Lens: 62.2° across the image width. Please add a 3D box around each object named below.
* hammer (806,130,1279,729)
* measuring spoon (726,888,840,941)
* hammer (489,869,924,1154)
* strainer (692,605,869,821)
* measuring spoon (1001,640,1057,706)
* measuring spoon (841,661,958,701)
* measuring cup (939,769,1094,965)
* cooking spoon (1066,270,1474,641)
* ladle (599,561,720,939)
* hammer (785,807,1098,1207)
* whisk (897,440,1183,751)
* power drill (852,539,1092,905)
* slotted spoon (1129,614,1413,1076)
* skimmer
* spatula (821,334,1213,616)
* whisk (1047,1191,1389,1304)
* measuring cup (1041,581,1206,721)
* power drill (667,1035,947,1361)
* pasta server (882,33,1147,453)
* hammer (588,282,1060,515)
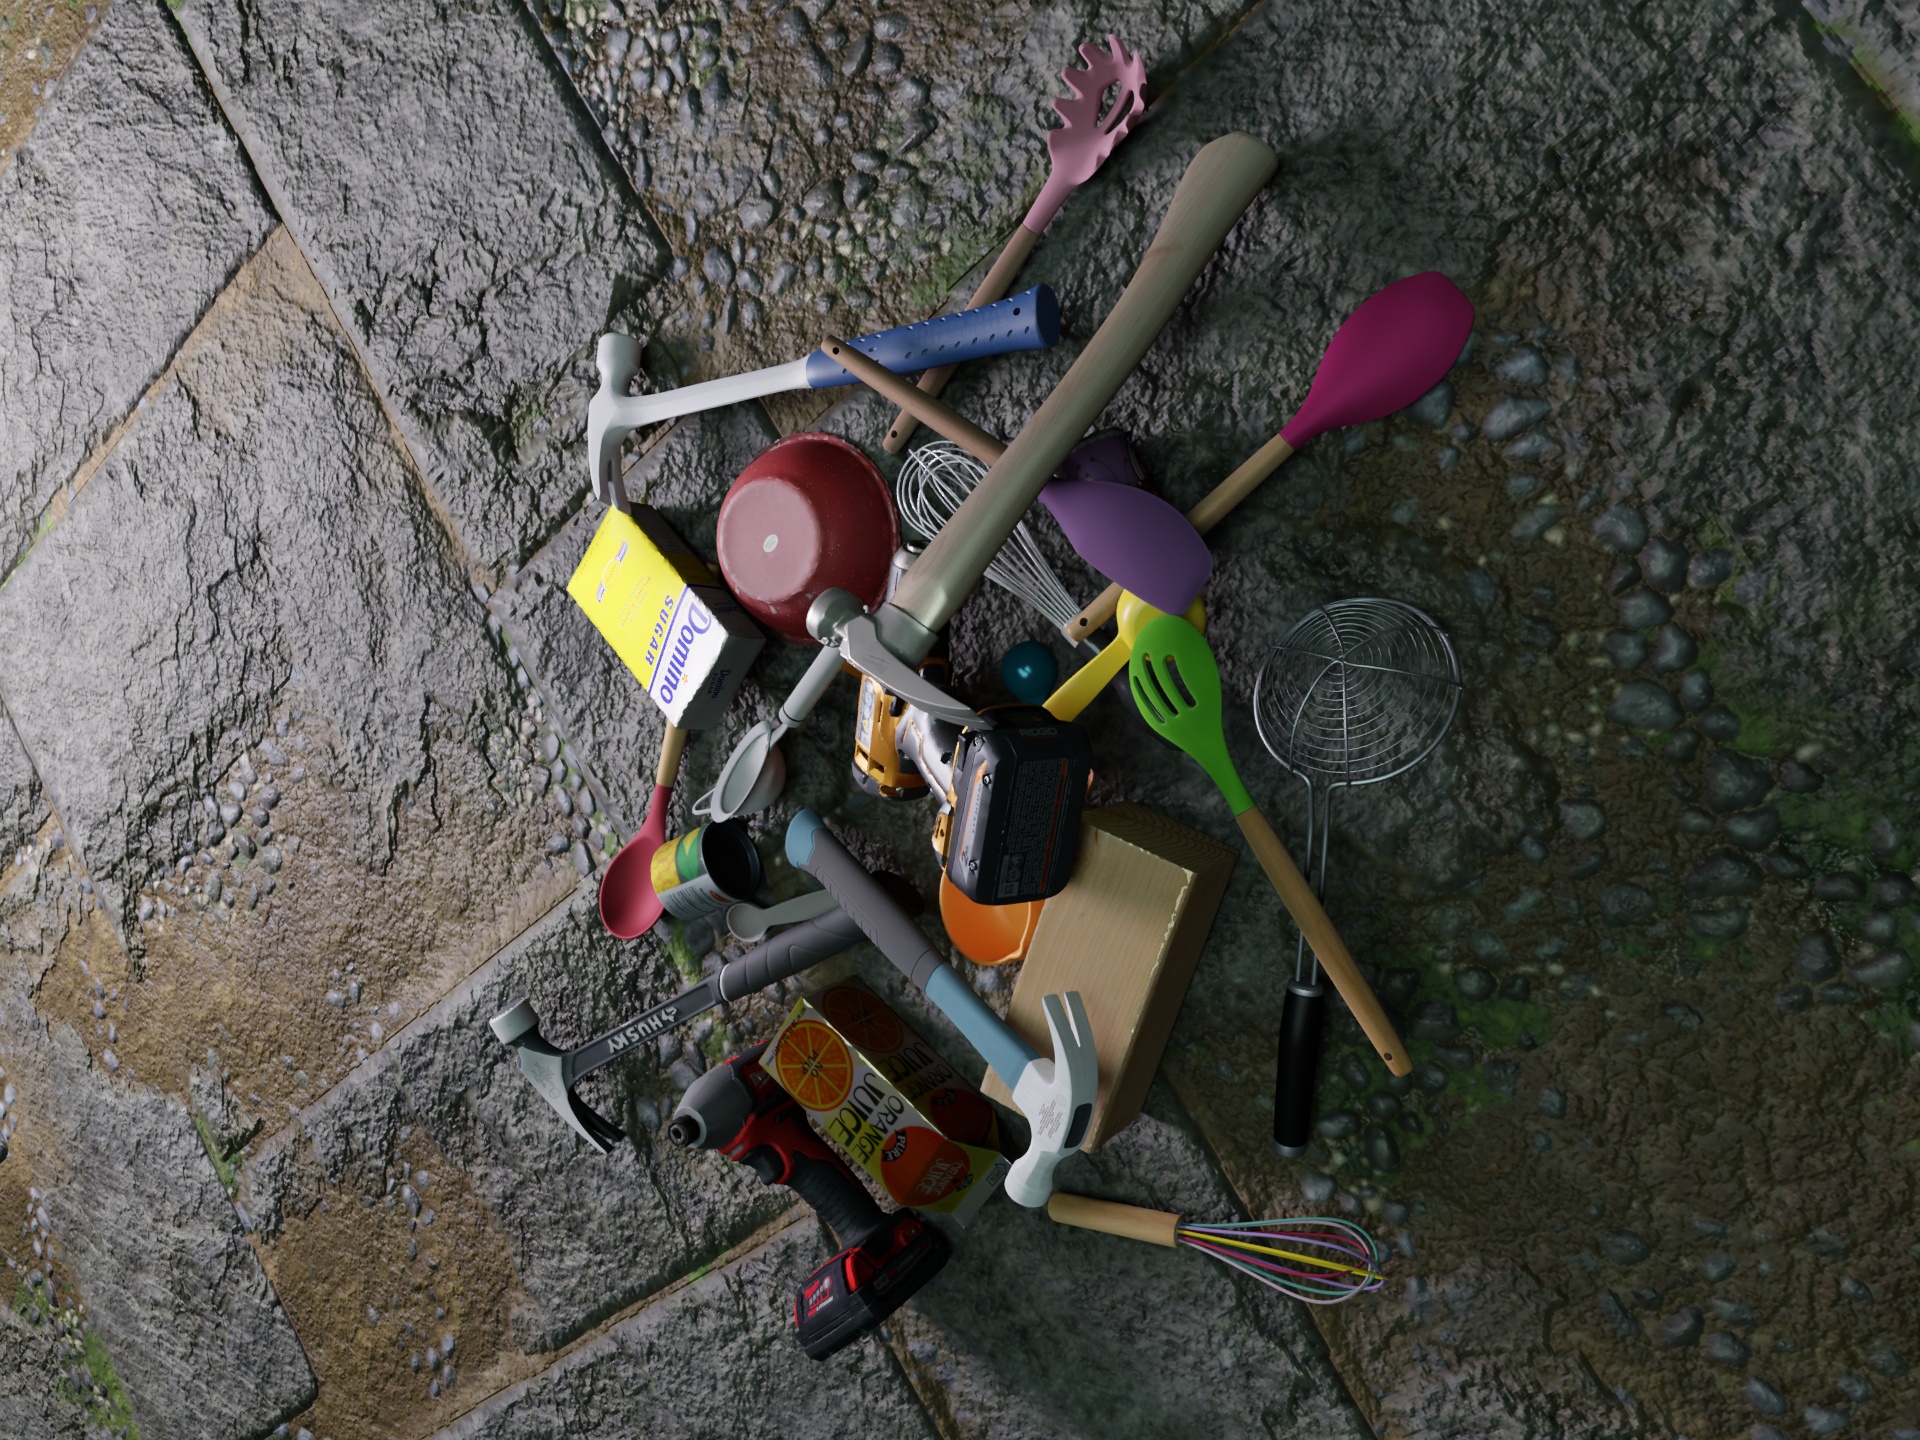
[{"bbox_3d":[0.073,-0.186,0.980,0.146,0.038,0.410,34,87,34],"label":"hammer"},{"bbox_3d":[-0.126,0.144,1.235,0.124,0.018,0.034,-16,105,23],"label":"measuring spoon"},{"bbox_3d":[-0.195,0.220,1.256,0.409,0.036,0.149,-29,97,26],"label":"hammer"},{"bbox_3d":[-0.126,0.002,1.176,0.050,0.087,0.258,23,132,-19],"label":"strainer"},{"bbox_3d":[0.053,0.008,1.112,0.042,0.021,0.128,-11,89,30],"label":"measuring spoon"},{"bbox_3d":[-0.053,-0.032,1.174,0.117,0.011,0.021,22,105,26],"label":"measuring spoon"},{"bbox_3d":[0.055,0.095,1.092,0.173,0.052,0.095,-54,55,28],"label":"measuring cup"},{"bbox_3d":[0.186,-0.158,1.002,0.319,0.017,0.069,-42,75,17],"label":"cooking spoon"},{"bbox_3d":[-0.233,0.026,1.274,0.069,0.031,0.315,21,103,28],"label":"ladle"},{"bbox_3d":[-0.024,0.169,1.086,0.331,0.033,0.128,42,118,38],"label":"hammer"},{"bbox_3d":[0.060,-0.085,1.085,0.285,0.070,0.070,48,115,11],"label":"whisk"},{"bbox_3d":[-0.002,-0.003,1.052,0.226,0.084,0.185,43,130,53],"label":"power drill"},{"bbox_3d":[0.189,0.076,0.969,0.070,0.031,0.314,-36,82,46],"label":"slotted spoon"},{"bbox_3d":[0.238,0.105,1.016,0.127,0.090,0.363,14,112,33],"label":"skimmer"},{"bbox_3d":[0.030,-0.171,1.031,0.316,0.018,0.059,36,106,20],"label":"spatula"},{"bbox_3d":[0.167,0.348,1.074,0.245,0.047,0.051,1,97,32],"label":"whisk"},{"bbox_3d":[0.096,-0.031,1.030,0.062,0.029,0.156,40,106,-16],"label":"measuring cup"},{"bbox_3d":[-0.121,0.347,1.179,0.078,0.143,0.220,-43,77,28],"label":"power drill"},{"bbox_3d":[0.030,-0.313,1.084,0.060,0.040,0.316,45,115,20],"label":"pasta server"},{"bbox_3d":[-0.115,-0.243,1.142,0.405,0.035,0.144,-5,74,32],"label":"hammer"}]
